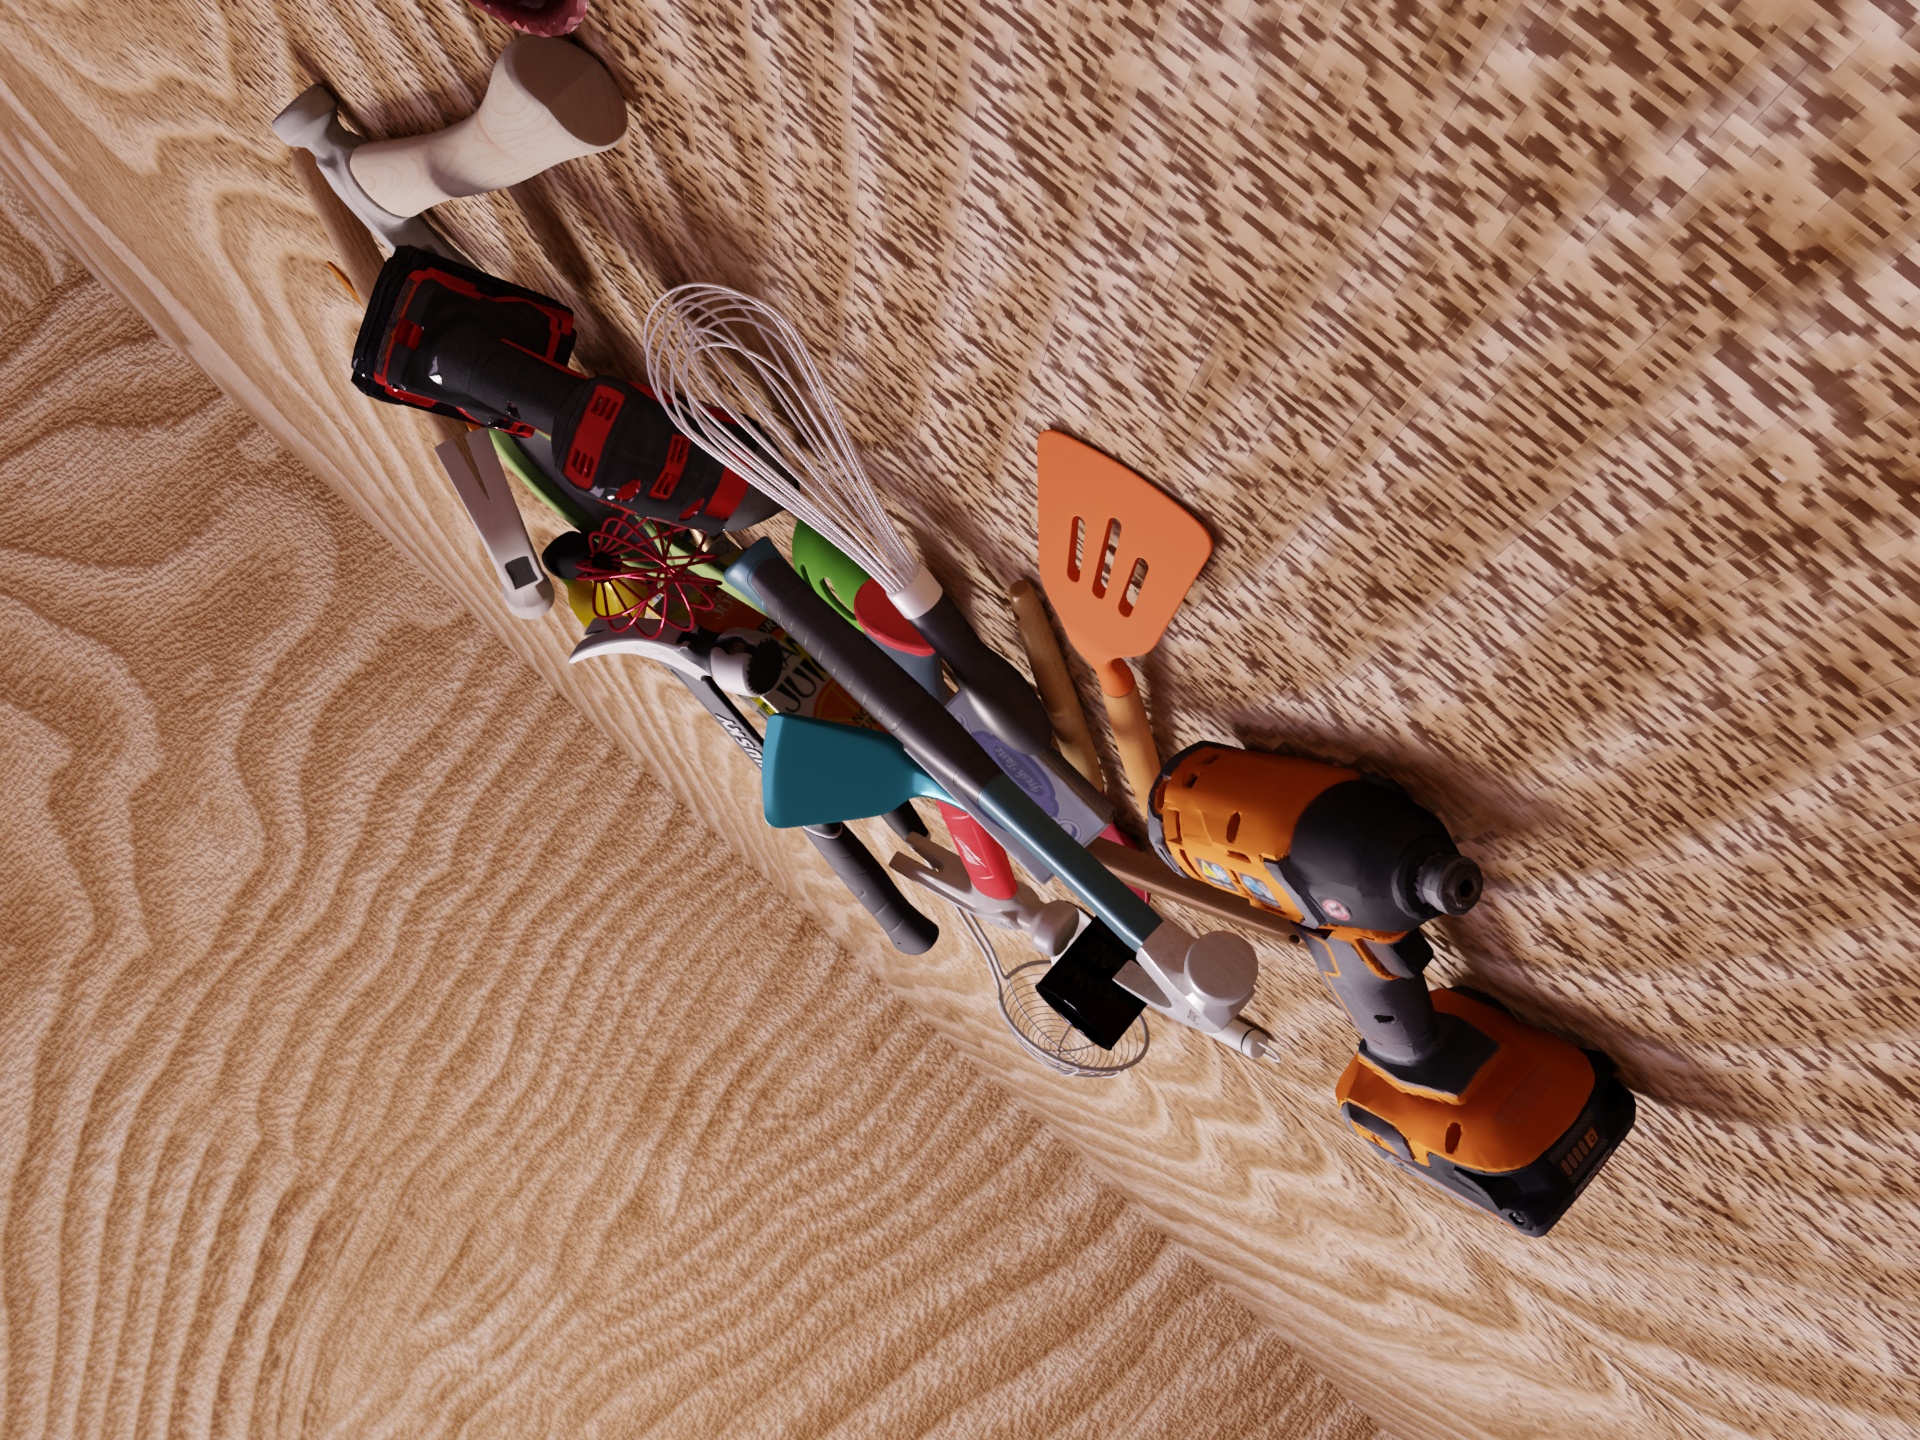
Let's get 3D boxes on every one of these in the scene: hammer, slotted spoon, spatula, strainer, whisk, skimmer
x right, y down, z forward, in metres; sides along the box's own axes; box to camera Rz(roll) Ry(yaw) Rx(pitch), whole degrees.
[{"bbox_3d":[-0.336,-0.223,0.974,0.331,0.031,0.130,60,165,15],"label":"hammer"},{"bbox_3d":[-0.002,-0.003,0.958,0.313,0.031,0.070,48,161,-28],"label":"slotted spoon"},{"bbox_3d":[0.041,0.068,0.858,0.317,0.044,0.082,20,127,18],"label":"spatula"},{"bbox_3d":[0.135,0.197,1.170,0.259,0.050,0.086,21,141,49],"label":"strainer"},{"bbox_3d":[0.079,-0.014,0.707,0.081,0.041,0.322,37,170,23],"label":"spatula"},{"bbox_3d":[-0.039,-0.083,0.727,0.284,0.070,0.070,49,165,-27],"label":"whisk"},{"bbox_3d":[-0.105,0.056,1.036,0.149,0.036,0.408,12,153,29],"label":"hammer"},{"bbox_3d":[0.005,0.023,0.746,0.331,0.033,0.128,43,168,18],"label":"hammer"},{"bbox_3d":[0.023,0.134,1.259,0.363,0.090,0.127,58,-154,-14],"label":"skimmer"},{"bbox_3d":[-0.170,-0.133,0.952,0.256,0.069,0.151,32,164,14],"label":"strainer"},{"bbox_3d":[-0.199,-0.089,0.906,0.073,0.073,0.296,48,167,-23],"label":"whisk"},{"bbox_3d":[-0.017,0.029,0.962,0.143,0.038,0.385,25,158,24],"label":"hammer"},{"bbox_3d":[-0.243,-0.270,0.789,0.146,0.038,0.411,49,165,-30],"label":"hammer"}]

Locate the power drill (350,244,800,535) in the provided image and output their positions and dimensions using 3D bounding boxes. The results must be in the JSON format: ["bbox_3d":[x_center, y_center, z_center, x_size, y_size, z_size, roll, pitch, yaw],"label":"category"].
[{"bbox_3d":[-0.186,-0.156,0.794,0.220,0.078,0.143,30,-167,29],"label":"power drill"}]

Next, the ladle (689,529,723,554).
[{"bbox_3d":[-0.154,-0.053,1.172,0.319,0.062,0.078,67,-164,-52],"label":"ladle"}]

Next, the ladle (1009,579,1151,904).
[{"bbox_3d":[0.064,0.022,0.850,0.069,0.031,0.315,42,166,33],"label":"ladle"}]

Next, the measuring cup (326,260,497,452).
[{"bbox_3d":[-0.356,-0.262,1.099,0.173,0.052,0.095,48,166,-15],"label":"measuring cup"}]

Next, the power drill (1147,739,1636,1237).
[{"bbox_3d":[0.187,0.109,0.660,0.226,0.084,0.164,52,164,-22],"label":"power drill"}]
